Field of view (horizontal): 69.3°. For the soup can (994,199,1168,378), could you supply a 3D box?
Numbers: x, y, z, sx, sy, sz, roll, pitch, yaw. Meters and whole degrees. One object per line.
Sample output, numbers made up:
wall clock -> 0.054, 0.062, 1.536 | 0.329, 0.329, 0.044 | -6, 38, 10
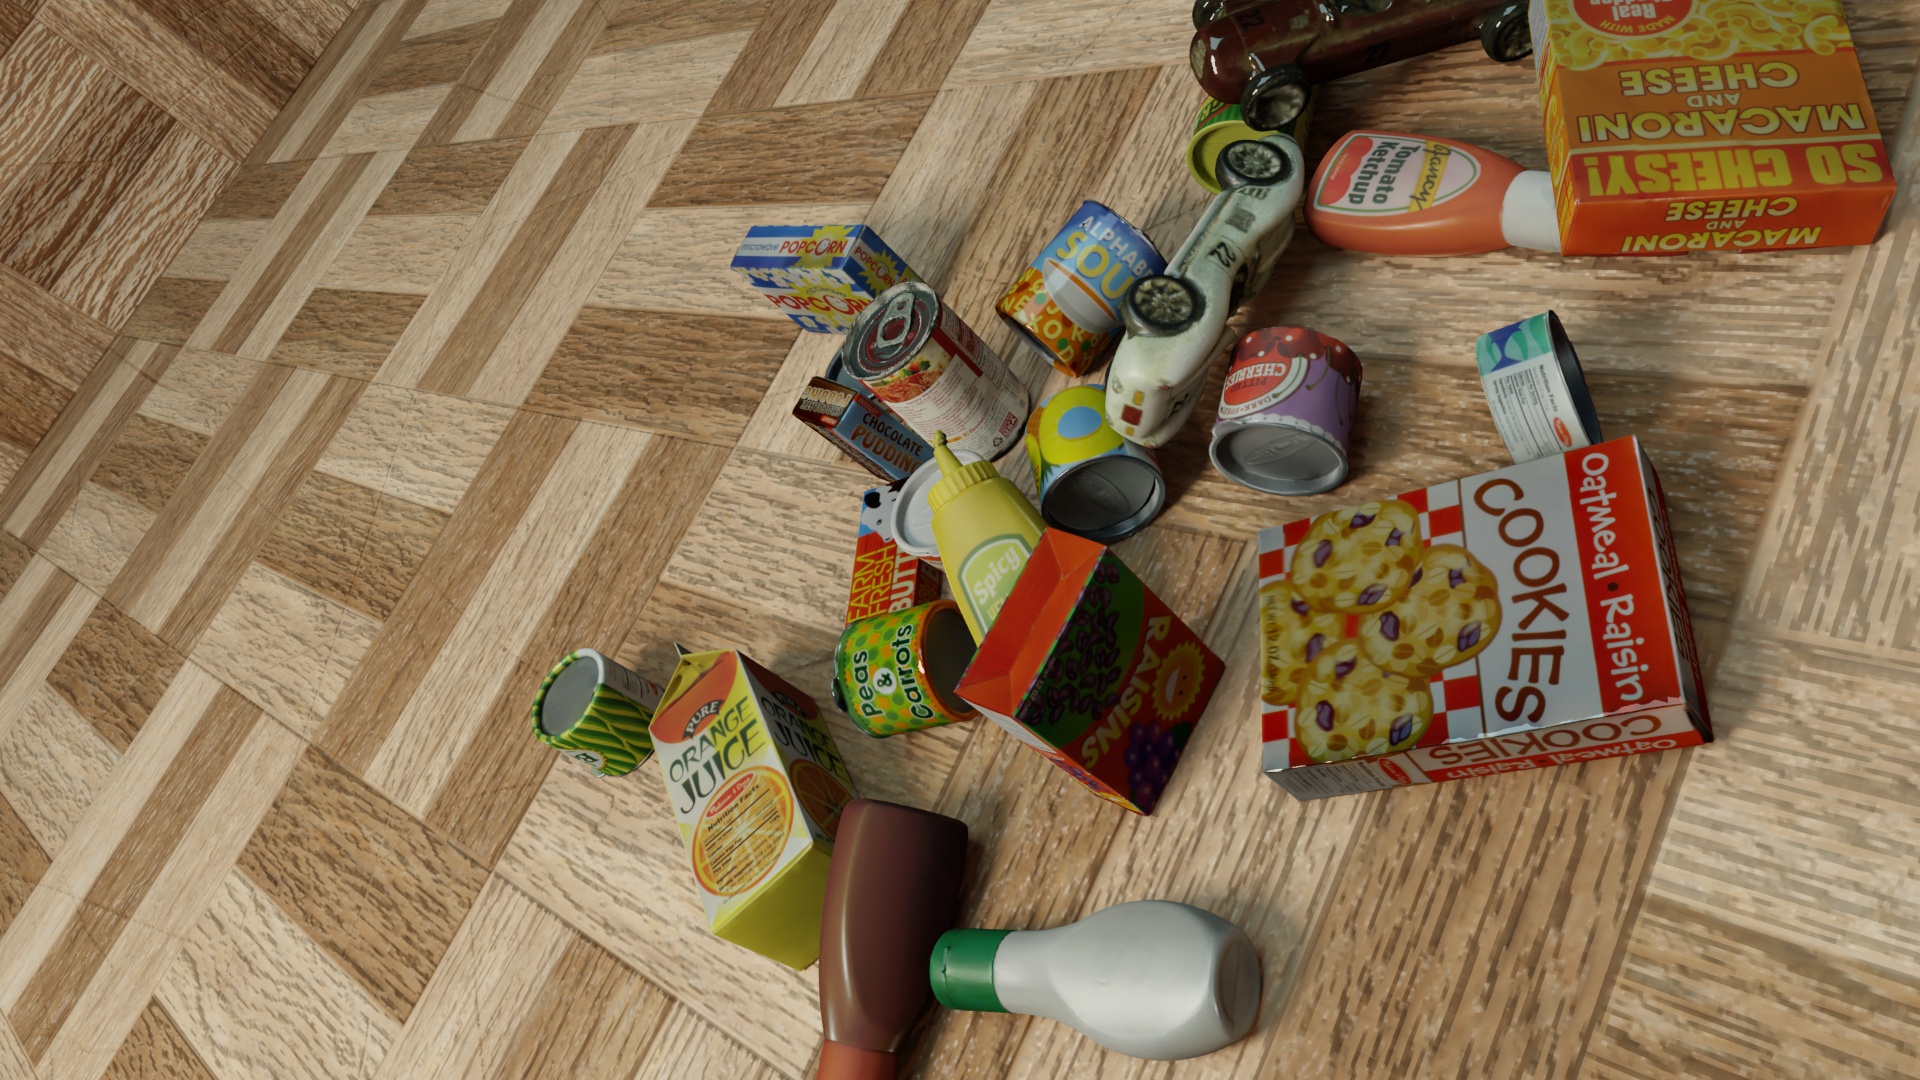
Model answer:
soup can -> 0.072, -0.147, 0.815 | 0.084, 0.071, 0.071 | -50, 42, 1

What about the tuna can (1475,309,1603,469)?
tuna can -> 0.252, -0.065, 0.605 | 0.032, 0.071, 0.071 | -20, 49, 31

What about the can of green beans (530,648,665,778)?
can of green beans -> -0.232, 0.110, 0.891 | 0.071, 0.057, 0.071 | -22, 48, 27

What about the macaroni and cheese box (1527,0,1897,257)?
macaroni and cheese box -> 0.331, -0.202, 0.627 | 0.124, 0.040, 0.167 | 0, 59, 13

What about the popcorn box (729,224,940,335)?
popcorn box -> -0.088, -0.179, 0.962 | 0.127, 0.085, 0.038 | 12, 70, 44

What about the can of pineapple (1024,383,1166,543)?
can of pineapple -> 0.069, -0.040, 0.740 | 0.071, 0.071, 0.058 | -30, 44, 20

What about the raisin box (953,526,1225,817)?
raisin box -> 0.062, 0.062, 0.628 | 0.040, 0.123, 0.086 | 16, 72, 44

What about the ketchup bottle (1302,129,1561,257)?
ketchup bottle -> 0.249, -0.171, 0.701 | 0.149, 0.043, 0.065 | 24, 80, 47

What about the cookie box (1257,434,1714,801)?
cookie box -> 0.211, 0.036, 0.584 | 0.167, 0.040, 0.123 | -16, 51, 33

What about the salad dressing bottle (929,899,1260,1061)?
salad dressing bottle -> 0.054, 0.188, 0.603 | 0.147, 0.044, 0.064 | -10, 57, 37

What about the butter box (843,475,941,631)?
butter box -> -0.037, 0.011, 0.824 | 0.053, 0.024, 0.104 | -18, 50, 31

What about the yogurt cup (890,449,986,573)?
yogurt cup -> 0.003, -0.010, 0.783 | 0.072, 0.054, 0.073 | -22, 48, 27

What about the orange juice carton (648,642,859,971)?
orange juice carton -> -0.112, 0.131, 0.765 | 0.073, 0.071, 0.193 | -42, 42, 8

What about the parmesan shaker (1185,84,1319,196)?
parmesan shaker -> 0.174, -0.257, 0.814 | 0.071, 0.071, 0.103 | -5, 57, 38

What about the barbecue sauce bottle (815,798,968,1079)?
barbecue sauce bottle -> -0.039, 0.202, 0.661 | 0.043, 0.065, 0.149 | -24, 51, 60

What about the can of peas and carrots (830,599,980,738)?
can of peas and carrots -> -0.026, 0.069, 0.738 | 0.058, 0.071, 0.071 | -16, 51, 31

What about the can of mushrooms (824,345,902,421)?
can of mushrooms -> -0.058, -0.105, 0.921 | 0.071, 0.033, 0.071 | -21, 49, 27

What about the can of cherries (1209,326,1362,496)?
can of cherries -> 0.158, -0.064, 0.678 | 0.071, 0.071, 0.058 | -5, 58, 38

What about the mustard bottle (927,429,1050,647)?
mustard bottle -> 0.021, 0.011, 0.708 | 0.065, 0.049, 0.160 | -34, 74, 14

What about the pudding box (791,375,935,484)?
pudding box -> -0.057, -0.065, 0.853 | 0.050, 0.083, 0.030 | 23, 80, 46
